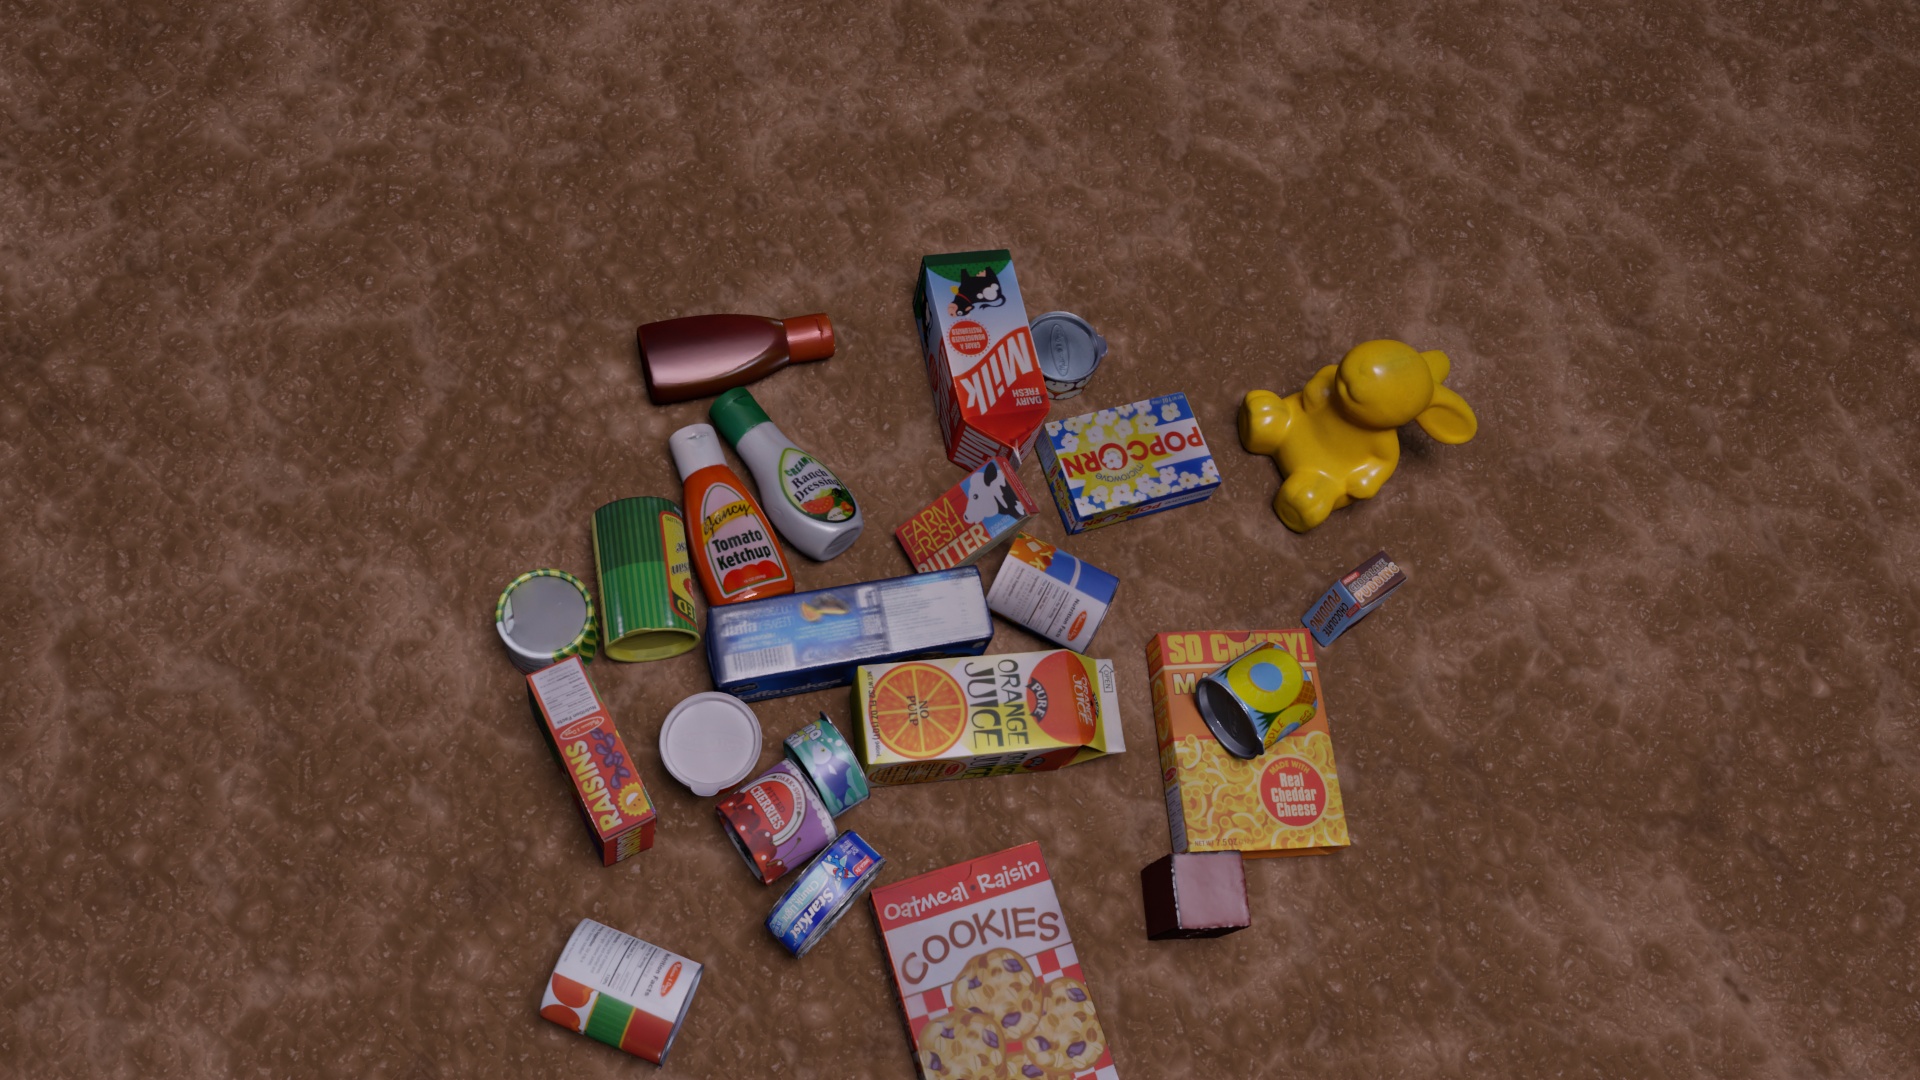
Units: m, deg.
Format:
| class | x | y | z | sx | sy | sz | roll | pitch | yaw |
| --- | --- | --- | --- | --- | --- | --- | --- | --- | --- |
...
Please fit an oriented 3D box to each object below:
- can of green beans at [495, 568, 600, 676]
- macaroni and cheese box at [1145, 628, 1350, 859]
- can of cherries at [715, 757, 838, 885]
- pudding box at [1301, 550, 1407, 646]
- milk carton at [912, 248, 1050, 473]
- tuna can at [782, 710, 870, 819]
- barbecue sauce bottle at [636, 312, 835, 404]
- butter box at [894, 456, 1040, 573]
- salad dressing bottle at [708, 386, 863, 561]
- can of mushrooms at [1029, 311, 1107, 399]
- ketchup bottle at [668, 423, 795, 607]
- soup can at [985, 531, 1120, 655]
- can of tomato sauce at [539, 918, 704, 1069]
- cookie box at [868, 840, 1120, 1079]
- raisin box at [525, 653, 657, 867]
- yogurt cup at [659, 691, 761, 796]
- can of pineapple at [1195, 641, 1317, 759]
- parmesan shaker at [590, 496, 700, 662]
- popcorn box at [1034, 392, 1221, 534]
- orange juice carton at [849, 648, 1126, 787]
| class | x | y | z | sx | sy | sz | roll | pitch | yaw |
| --- | --- | --- | --- | --- | --- | --- | --- | --- | --- |
| can of green beans | -0.288 | 0.059 | 0.972 | 0.071 | 0.057 | 0.071 | 4 | 67 | -9 |
| macaroni and cheese box | 0.211 | 0.149 | 1.031 | 0.124 | 0.040 | 0.167 | -1 | 67 | -11 |
| can of cherries | -0.125 | 0.189 | 0.938 | 0.058 | 0.071 | 0.071 | -31 | 76 | -20 |
| pudding box | 0.302 | 0.046 | 1.069 | 0.050 | 0.083 | 0.030 | -31 | 73 | -20 |
| milk carton | 0.019 | -0.131 | 1.100 | 0.073 | 0.072 | 0.191 | -8 | 69 | -13 |
| tuna can | -0.094 | 0.156 | 0.959 | 0.033 | 0.070 | 0.071 | -29 | 75 | -19 |
| barbecue sauce bottle | -0.175 | -0.150 | 1.091 | 0.149 | 0.043 | 0.065 | -12 | 70 | -15 |
| butter box | 0.004 | -0.013 | 1.041 | 0.103 | 0.024 | 0.053 | -36 | 74 | 21 |
| salad dressing bottle | -0.135 | -0.052 | 1.053 | 0.064 | 0.043 | 0.148 | -27 | 70 | -43 |
| can of mushrooms | 0.083 | -0.152 | 1.142 | 0.071 | 0.033 | 0.071 | 4 | 66 | -8 |
| ketchup bottle | -0.177 | -0.015 | 1.032 | 0.065 | 0.043 | 0.149 | -17 | 70 | -22 |
| soup can | 0.068 | 0.039 | 1.042 | 0.084 | 0.071 | 0.071 | 27 | 65 | 3 |
| can of tomato sauce | -0.215 | 0.288 | 0.884 | 0.083 | 0.071 | 0.071 | 22 | 65 | 0 |
| cookie box | 0.020 | 0.301 | 0.932 | 0.123 | 0.040 | 0.168 | -14 | 70 | -15 |
| raisin box | -0.245 | 0.148 | 0.926 | 0.040 | 0.085 | 0.123 | -23 | 73 | -23 |
| yogurt cup | -0.172 | 0.144 | 0.959 | 0.072 | 0.053 | 0.072 | 4 | 67 | -9 |
| can of pineapple | 0.211 | 0.114 | 0.986 | 0.058 | 0.070 | 0.071 | -28 | 75 | -20 |
| parmesan shaker | -0.226 | 0.027 | 0.990 | 0.071 | 0.071 | 0.103 | -7 | 69 | -13 |
| popcorn box | 0.134 | -0.062 | 1.110 | 0.127 | 0.038 | 0.085 | -14 | 71 | -15 |
| orange juice carton | 0.021 | 0.126 | 0.990 | 0.193 | 0.072 | 0.072 | -4 | 68 | -12 |
